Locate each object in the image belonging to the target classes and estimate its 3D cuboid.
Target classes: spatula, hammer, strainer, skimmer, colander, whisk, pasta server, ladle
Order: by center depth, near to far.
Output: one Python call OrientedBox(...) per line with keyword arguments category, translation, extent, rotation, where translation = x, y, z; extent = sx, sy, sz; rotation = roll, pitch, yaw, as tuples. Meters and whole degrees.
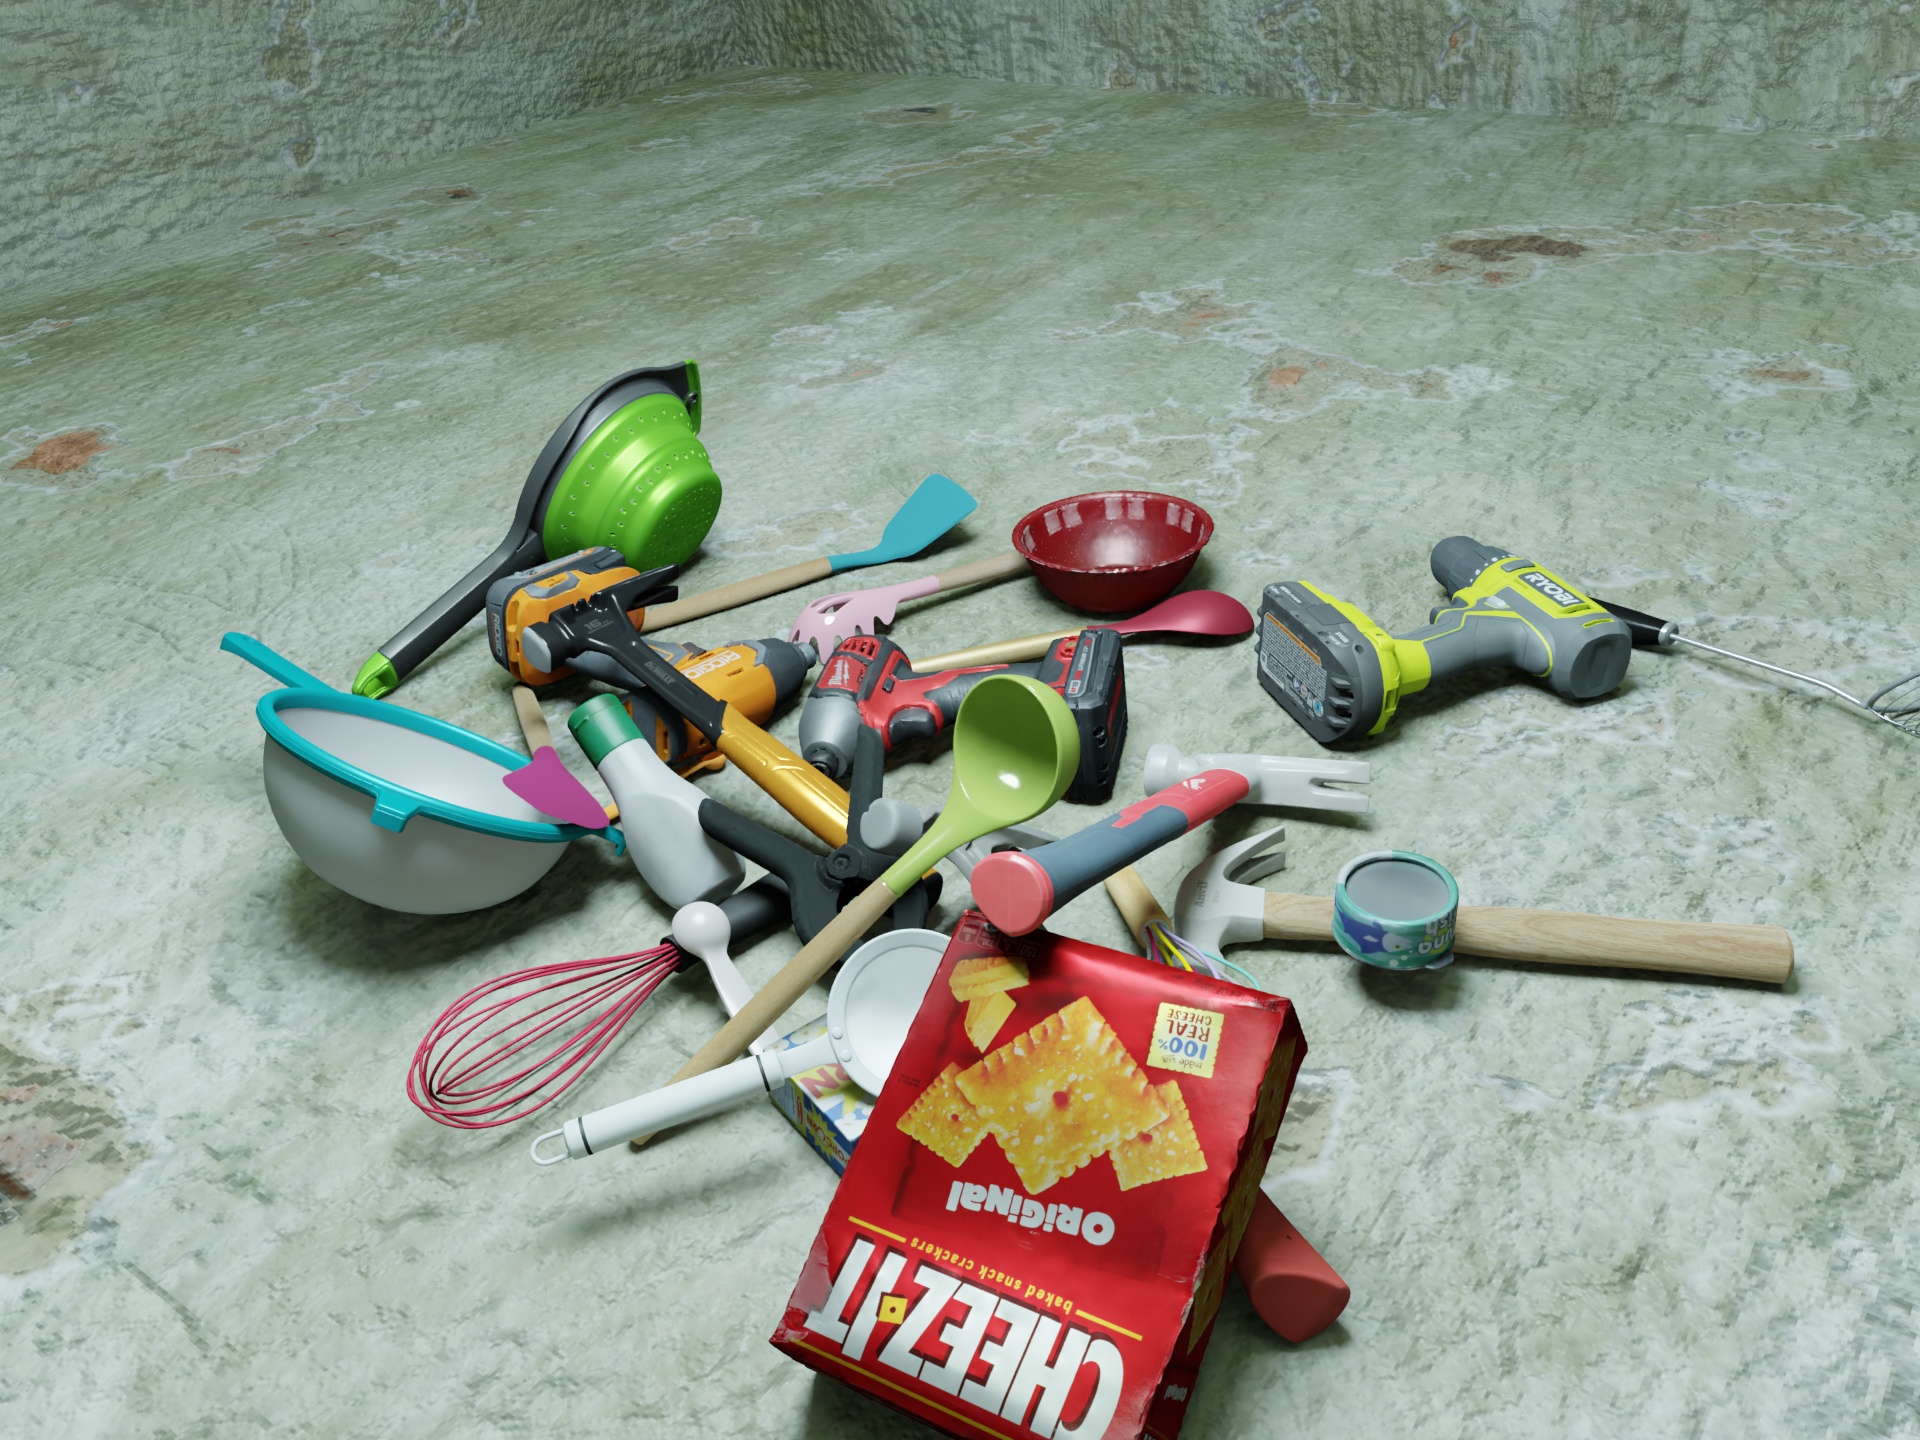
OrientedBox(category="strainer", translation=(-0.087, 0.170, 0.792), extent=(0.258, 0.050, 0.087), rotation=(-18, 79, -10))
OrientedBox(category="hammer", translation=(0.081, 0.163, 0.825), extent=(0.149, 0.036, 0.359), rotation=(17, 23, -42))
OrientedBox(category="ladle", translation=(-0.061, 0.101, 0.825), extent=(0.320, 0.062, 0.078), rotation=(-44, 57, -2))
OrientedBox(category="whisk", translation=(0.110, 0.119, 0.859), extent=(0.051, 0.047, 0.245), rotation=(-49, 14, 6))
OrientedBox(category="hammer", translation=(0.118, 0.057, 0.860), extent=(0.143, 0.038, 0.386), rotation=(4, 8, 24))
OrientedBox(category="hammer", translation=(0.288, 0.117, 0.902), extent=(0.331, 0.031, 0.130), rotation=(3, 34, 12))
OrientedBox(category="whisk", translation=(-0.181, 0.142, 0.910), extent=(0.073, 0.073, 0.296), rotation=(23, 36, 37))
OrientedBox(category="strainer", translation=(-0.391, 0.039, 1.020), extent=(0.341, 0.095, 0.210), rotation=(25, 5, 32))
OrientedBox(category="hammer", translation=(-0.134, 0.013, 1.035), extent=(0.337, 0.034, 0.127), rotation=(38, 48, 25))
OrientedBox(category="skimmer", translation=(0.559, -0.069, 1.099), extent=(0.127, 0.090, 0.364), rotation=(9, 12, -46))
OrientedBox(category="ladle", translation=(0.072, -0.059, 1.213), extent=(0.315, 0.031, 0.069), rotation=(-12, 25, -6))
OrientedBox(category="colander", translation=(-0.317, -0.130, 1.297), extent=(0.094, 0.204, 0.397), rotation=(36, 64, 12))
OrientedBox(category="pasta server", translation=(0.002, -0.111, 1.306), extent=(0.316, 0.040, 0.060), rotation=(-18, 35, -26))
OrientedBox(category="spatula", translation=(-0.137, -0.134, 1.341), extent=(0.317, 0.044, 0.082), rotation=(-21, 37, -21))

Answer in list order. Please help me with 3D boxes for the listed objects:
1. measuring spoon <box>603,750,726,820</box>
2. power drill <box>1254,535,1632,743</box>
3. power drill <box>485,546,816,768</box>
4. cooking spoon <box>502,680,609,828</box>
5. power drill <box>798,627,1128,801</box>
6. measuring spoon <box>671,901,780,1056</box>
OrientedBox(category="measuring spoon", translation=(-0.210, 0.050, 1.098), extent=(0.117, 0.011, 0.021), rotation=(-30, 23, -29))
OrientedBox(category="power drill", translation=(0.332, -0.068, 1.144), extent=(0.228, 0.080, 0.191), rotation=(-12, 33, -15))
OrientedBox(category="power drill", translation=(-0.227, -0.053, 1.189), extent=(0.227, 0.084, 0.164), rotation=(27, 38, 32))
OrientedBox(category="cooking spoon", translation=(-0.286, 0.017, 1.083), extent=(0.068, 0.017, 0.319), rotation=(22, 6, -24))
OrientedBox(category="power drill", translation=(-0.002, -0.003, 1.093), extent=(0.220, 0.078, 0.143), rotation=(1, 33, 15))
OrientedBox(category="measuring spoon", translation=(-0.122, 0.148, 0.884), extent=(0.034, 0.018, 0.124), rotation=(-9, 52, -40))
